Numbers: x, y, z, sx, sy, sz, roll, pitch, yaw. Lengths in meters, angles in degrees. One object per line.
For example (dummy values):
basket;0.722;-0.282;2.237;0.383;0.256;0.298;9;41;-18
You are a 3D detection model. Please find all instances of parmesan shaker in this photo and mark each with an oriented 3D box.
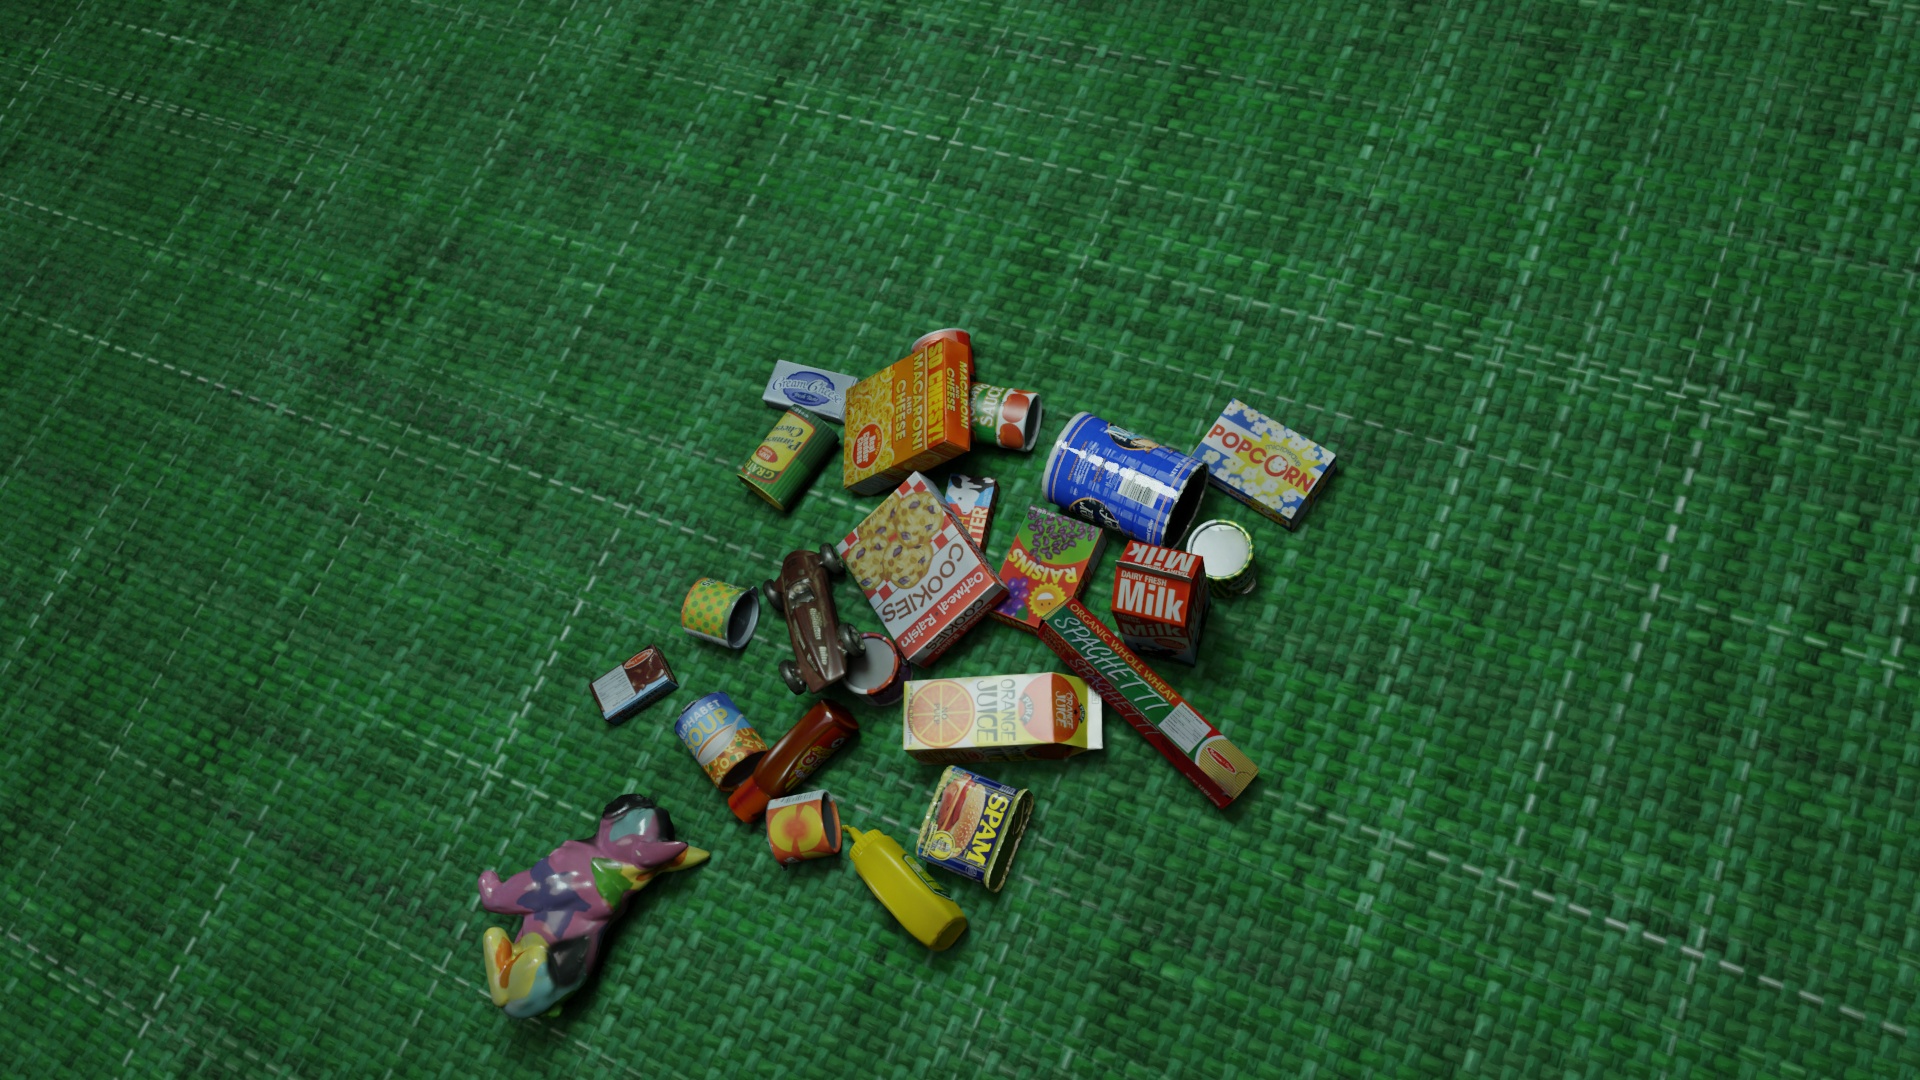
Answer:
parmesan shaker;-0.193;-0.094;1.544;0.071;0.071;0.103;32;79;22

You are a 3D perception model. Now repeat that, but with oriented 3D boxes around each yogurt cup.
yogurt cup;-0.016;-0.197;1.544;0.072;0.072;0.054;-17;75;7

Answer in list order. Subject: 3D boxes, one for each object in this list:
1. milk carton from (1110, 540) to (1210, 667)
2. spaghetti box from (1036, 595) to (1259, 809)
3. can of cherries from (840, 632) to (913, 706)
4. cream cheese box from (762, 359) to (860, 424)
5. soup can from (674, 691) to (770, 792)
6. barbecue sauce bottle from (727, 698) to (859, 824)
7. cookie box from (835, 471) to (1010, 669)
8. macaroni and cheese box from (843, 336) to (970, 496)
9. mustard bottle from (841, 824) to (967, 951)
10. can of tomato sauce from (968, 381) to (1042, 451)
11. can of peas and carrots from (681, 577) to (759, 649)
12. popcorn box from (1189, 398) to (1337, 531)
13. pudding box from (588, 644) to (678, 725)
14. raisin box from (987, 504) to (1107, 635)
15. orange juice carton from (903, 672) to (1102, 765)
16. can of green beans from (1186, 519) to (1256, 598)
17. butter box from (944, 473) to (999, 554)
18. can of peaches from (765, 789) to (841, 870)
milk carton;0.192;0.057;1.323;0.072;0.190;0.073;12;73;18
spaghetti box;0.179;0.154;1.345;0.250;0.028;0.050;43;53;14
can of cherries;-0.087;0.131;1.434;0.071;0.058;0.072;-5;69;12
cream cheese box;-0.170;-0.170;1.590;0.104;0.024;0.053;15;73;18
soup can;-0.247;0.208;1.436;0.071;0.071;0.084;-42;66;-4
barbecue sauce bottle;-0.173;0.226;1.418;0.148;0.065;0.044;-44;63;4
cookie box;-0.041;0.030;1.448;0.122;0.040;0.168;-42;57;11
macaroni and cheese box;-0.058;-0.131;1.495;0.166;0.040;0.124;-21;61;43
mustard bottle;-0.063;0.328;1.350;0.160;0.065;0.049;41;87;27
can of tomato sauce;0.039;-0.135;1.501;0.083;0.071;0.071;11;73;17
can of peas and carrots;-0.257;0.076;1.492;0.059;0.070;0.071;15;74;19
popcorn box;0.310;-0.079;1.431;0.127;0.038;0.085;33;80;23
pudding box;-0.353;0.157;1.504;0.084;0.030;0.050;-33;64;-1
raisin box;0.088;0.035;1.440;0.086;0.040;0.123;20;74;20
orange juice carton;0.045;0.177;1.377;0.193;0.073;0.072;-5;68;11
can of green beans;0.262;0.018;1.394;0.071;0.057;0.071;-5;69;12
butter box;0.005;-0.019;1.489;0.053;0.024;0.104;7;71;17
can of peaches;-0.155;0.288;1.386;0.058;0.071;0.071;-14;67;8
